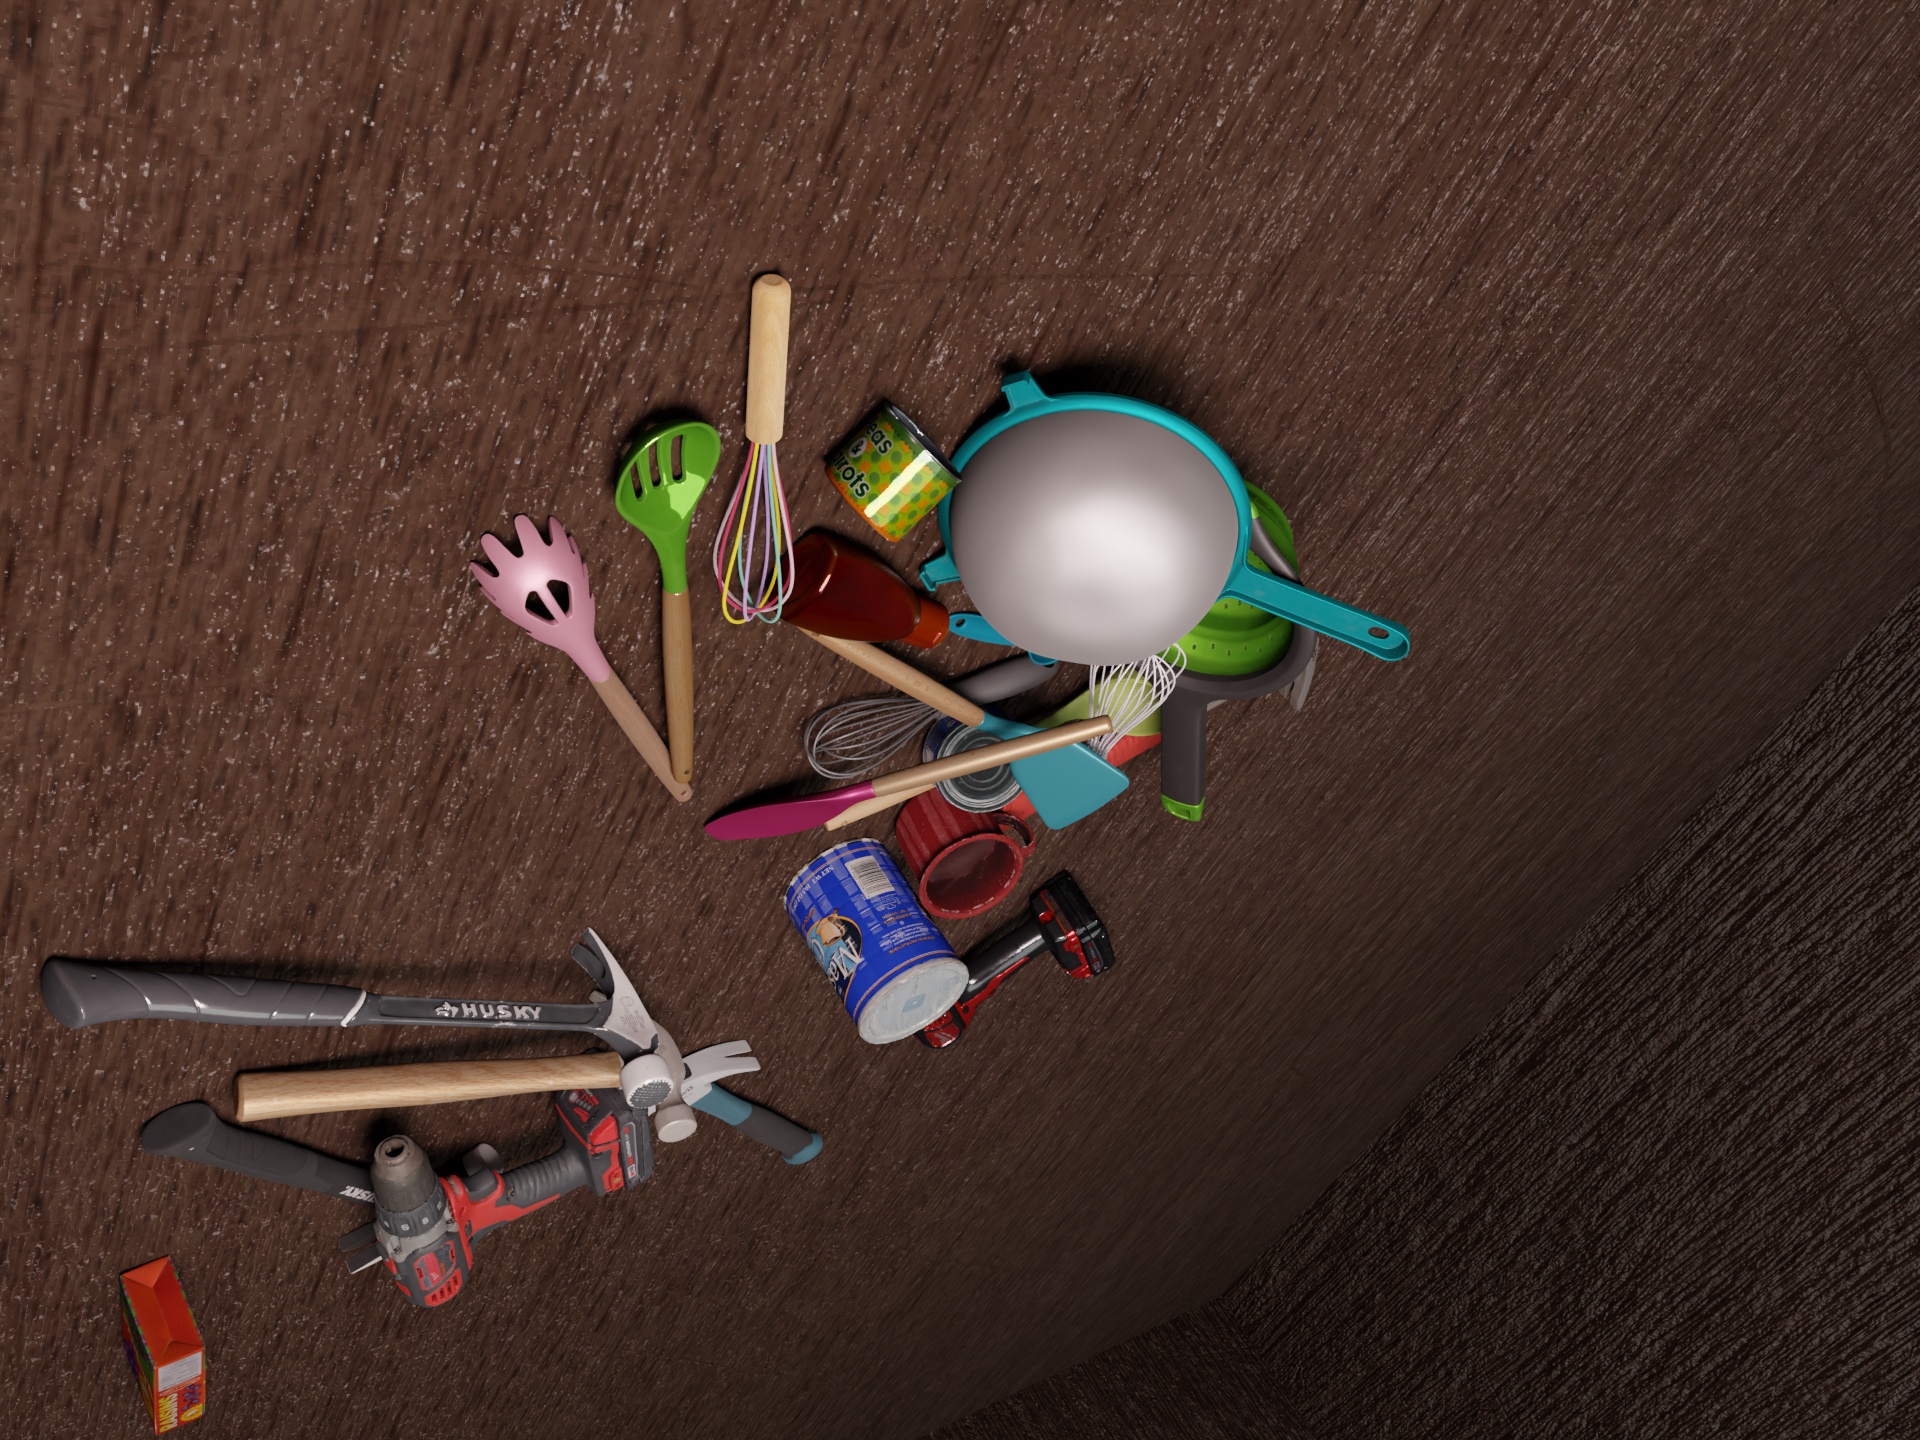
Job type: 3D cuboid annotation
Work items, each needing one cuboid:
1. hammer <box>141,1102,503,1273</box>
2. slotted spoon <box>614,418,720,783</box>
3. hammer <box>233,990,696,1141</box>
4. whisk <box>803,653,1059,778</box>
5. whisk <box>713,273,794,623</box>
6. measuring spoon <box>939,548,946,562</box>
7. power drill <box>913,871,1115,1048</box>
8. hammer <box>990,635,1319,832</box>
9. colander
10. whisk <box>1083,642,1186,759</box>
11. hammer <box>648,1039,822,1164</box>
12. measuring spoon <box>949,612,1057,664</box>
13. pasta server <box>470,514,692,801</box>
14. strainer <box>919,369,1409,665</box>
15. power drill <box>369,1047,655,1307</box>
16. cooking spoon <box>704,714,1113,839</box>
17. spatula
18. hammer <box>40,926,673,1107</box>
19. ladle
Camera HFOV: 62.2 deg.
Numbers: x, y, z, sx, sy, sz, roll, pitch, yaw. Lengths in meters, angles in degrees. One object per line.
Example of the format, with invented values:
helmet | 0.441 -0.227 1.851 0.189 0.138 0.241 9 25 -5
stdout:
hammer | -0.505 0.355 1.238 0.146 0.035 0.334 -37 149 -1
slotted spoon | -0.179 -0.065 0.991 0.070 0.031 0.313 -29 147 -29
hammer | -0.369 0.269 1.203 0.331 0.130 0.031 3 132 -33
whisk | -0.017 -0.010 1.224 0.239 0.055 0.055 -21 146 -30
whisk | -0.119 -0.149 0.940 0.047 0.051 0.244 -14 140 -23
measuring spoon | 0.036 -0.149 1.124 0.124 0.018 0.034 -31 151 4
power drill | 0.042 0.257 1.612 0.219 0.079 0.143 -30 148 -5
hammer | 0.175 0.013 1.453 0.359 0.037 0.149 -28 148 -15
colander | 0.190 -0.066 1.248 0.094 0.204 0.396 -57 154 -32
whisk | 0.112 0.011 1.268 0.070 0.070 0.284 -22 156 -23
hammer | -0.215 0.393 1.578 0.128 0.033 0.330 -35 149 0
measuring spoon | 0.035 -0.072 1.226 0.128 0.021 0.042 10 122 -39
pasta server | -0.226 -0.024 1.019 0.060 0.040 0.316 -32 153 -8
strainer | 0.143 -0.082 1.051 0.340 0.095 0.211 20 137 -7
power drill | -0.371 0.363 1.300 0.226 0.080 0.187 -27 139 -31
cooking spoon | -0.040 0.044 1.197 0.319 0.017 0.068 -15 156 8
spatula | -0.002 -0.004 1.179 0.082 0.044 0.317 -34 137 28
hammer | -0.390 0.189 1.071 0.408 0.149 0.036 13 124 -41
ladle | 0.037 0.031 1.323 0.320 0.062 0.078 -23 147 -16
